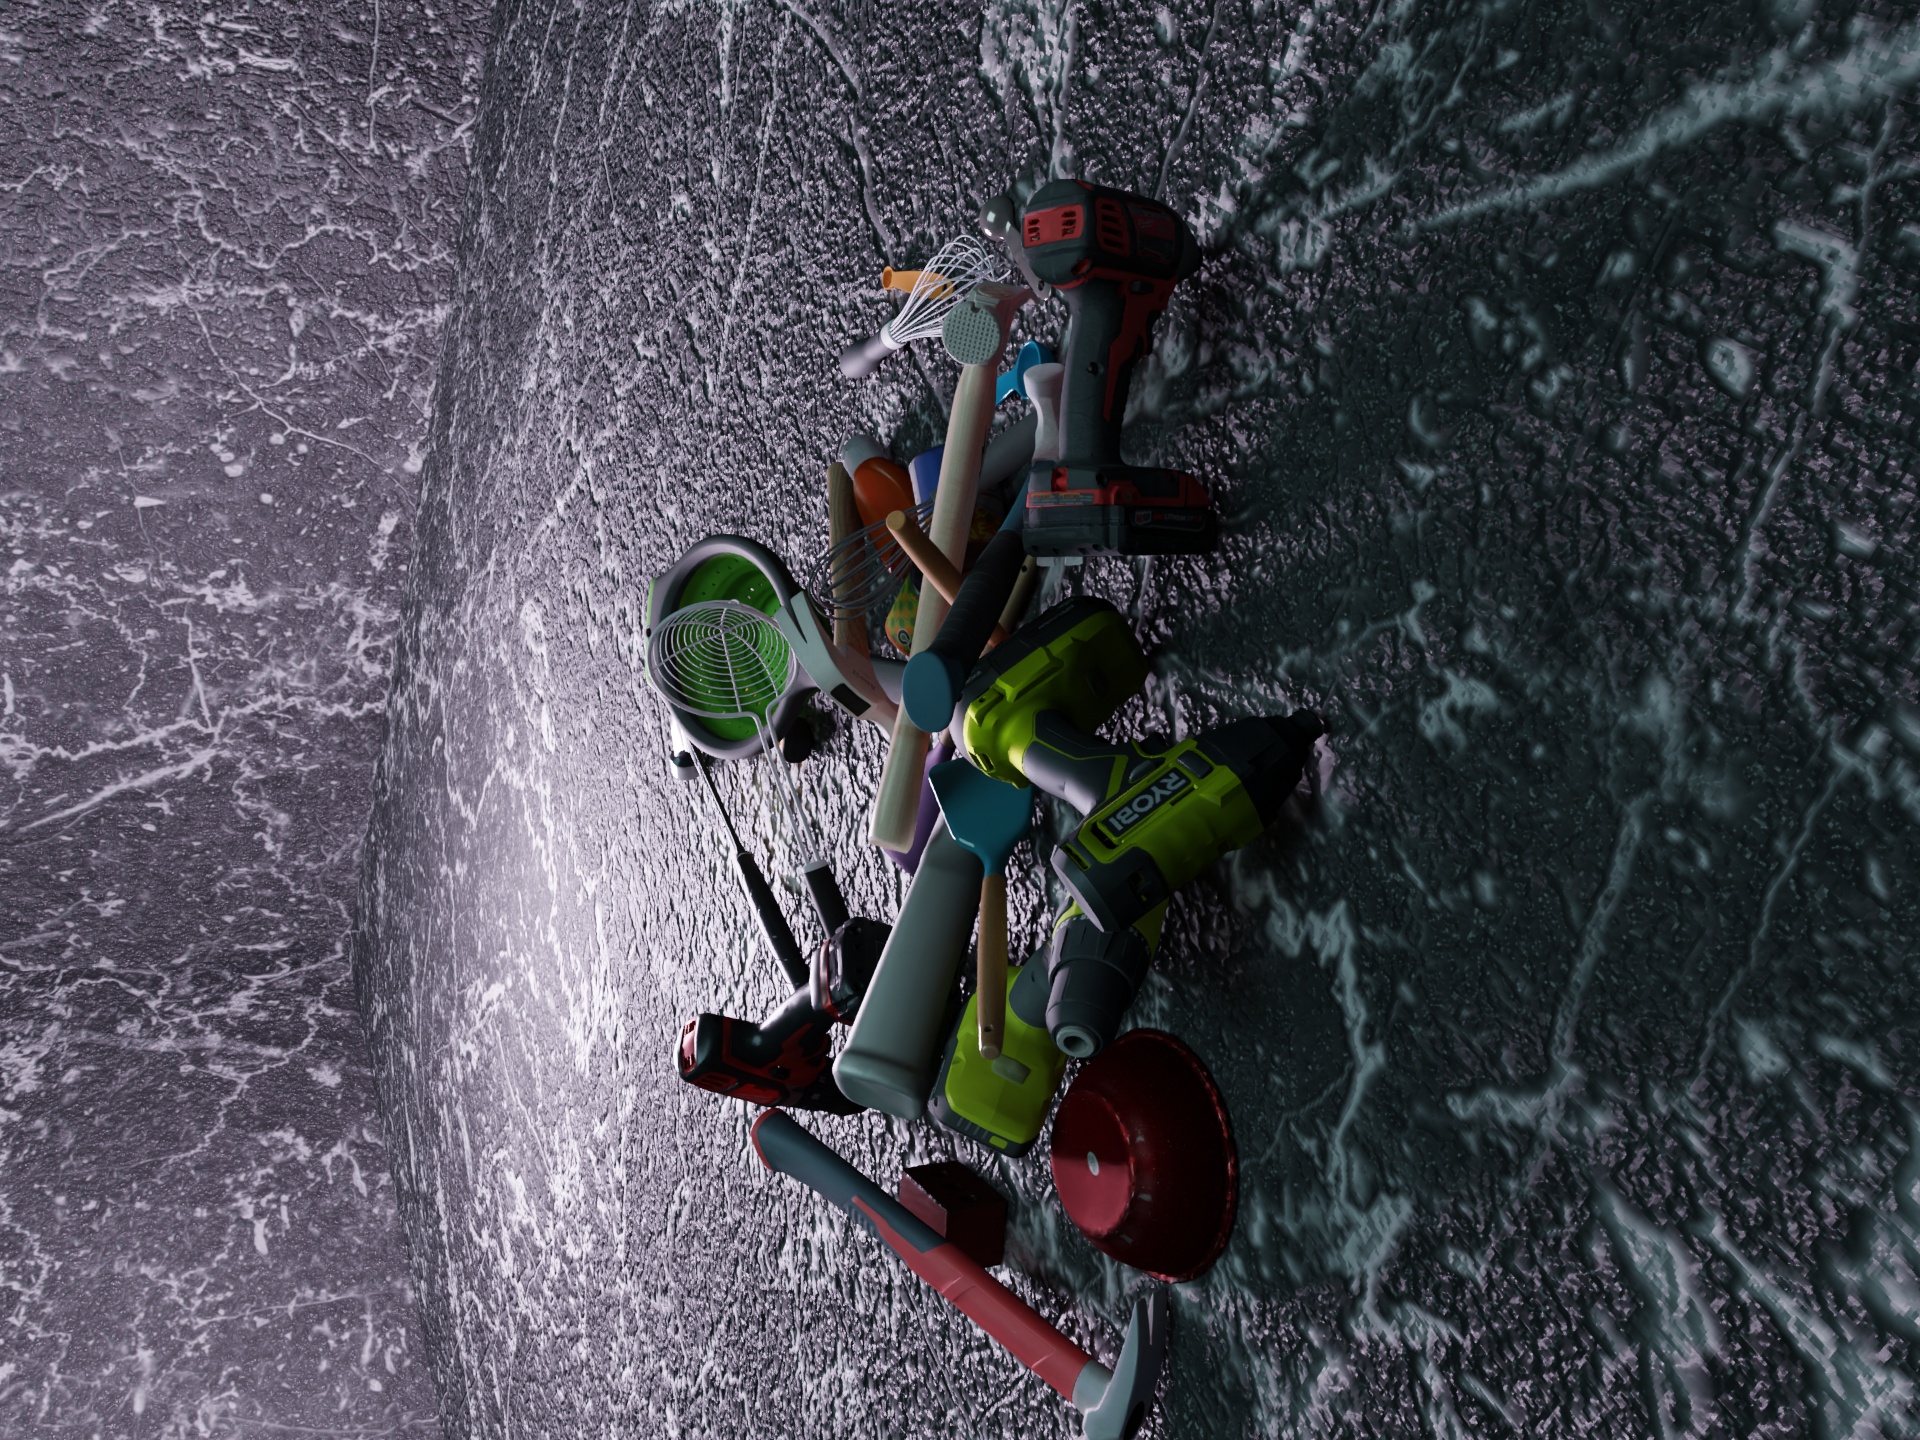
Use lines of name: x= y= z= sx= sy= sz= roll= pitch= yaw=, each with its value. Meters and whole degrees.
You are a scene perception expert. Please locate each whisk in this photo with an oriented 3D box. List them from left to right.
whisk: x=-0.040 y=-0.327 z=1.301 sx=0.285 sy=0.070 sz=0.070 roll=-7 pitch=82 yaw=64
whisk: x=-0.012 y=-0.154 z=1.149 sx=0.239 sy=0.055 sz=0.055 roll=-37 pitch=49 yaw=10

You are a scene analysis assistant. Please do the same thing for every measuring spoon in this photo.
measuring spoon: x=-0.034 y=-0.367 z=1.334 sx=0.117 sy=0.011 sz=0.021 roll=30 pitch=116 yaw=52
measuring spoon: x=0.040 y=-0.355 z=1.196 sx=0.034 sy=0.018 sz=0.124 roll=-61 pitch=41 yaw=38
measuring spoon: x=0.042 y=-0.251 z=1.197 sx=0.128 sy=0.021 sz=0.042 roll=168 pitch=101 yaw=-68

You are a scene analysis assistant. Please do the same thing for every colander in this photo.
colander: x=-0.125 y=-0.056 z=1.415 sx=0.397 sy=0.094 sz=0.204 roll=13 pitch=102 yaw=41

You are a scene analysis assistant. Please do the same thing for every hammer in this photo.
hammer: x=-0.229 y=-0.037 z=1.624 sx=0.337 sy=0.034 sz=0.127 roll=43 pitch=124 yaw=52
hammer: x=-0.217 y=0.127 z=1.571 sx=0.149 sy=0.036 sz=0.409 roll=94 pitch=152 yaw=-45
hammer: x=-0.093 y=-0.118 z=1.290 sx=0.031 sy=0.130 sz=0.332 roll=-38 pitch=33 yaw=22
hammer: x=-0.018 y=0.371 z=1.141 sx=0.387 sy=0.038 sz=0.143 roll=26 pitch=109 yaw=40
hammer: x=-0.011 y=-0.095 z=1.102 sx=0.146 sy=0.038 sz=0.410 roll=-59 pitch=-17 yaw=-63
hammer: x=0.027 y=-0.102 z=0.993 sx=0.331 sy=0.033 sz=0.128 roll=-63 pitch=-34 yaw=-52

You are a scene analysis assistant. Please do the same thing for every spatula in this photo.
spatula: x=-0.002 y=-0.004 z=1.247 sx=0.060 sy=0.018 sz=0.315 roll=42 pitch=127 yaw=24
spatula: x=0.005 y=-0.065 z=1.041 sx=0.041 sy=0.322 sz=0.081 roll=-1 pitch=72 yaw=19
spatula: x=0.017 y=0.112 z=1.047 sx=0.318 sy=0.082 sz=0.044 roll=-88 pitch=-17 yaw=-64

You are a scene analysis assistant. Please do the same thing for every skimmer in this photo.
skimmer: x=-0.154 y=0.072 z=1.341 sx=0.127 sy=0.090 sz=0.363 roll=-20 pitch=93 yaw=14

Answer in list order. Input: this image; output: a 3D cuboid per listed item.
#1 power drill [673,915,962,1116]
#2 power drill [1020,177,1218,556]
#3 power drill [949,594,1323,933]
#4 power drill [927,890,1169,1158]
power drill: x=-0.096 y=0.255 z=1.284 sx=0.226 sy=0.187 sz=0.080 roll=-35 pitch=44 yaw=34
power drill: x=0.101 y=-0.211 z=0.977 sx=0.078 sy=0.143 sz=0.219 roll=4 pitch=98 yaw=42
power drill: x=0.100 y=0.014 z=0.967 sx=0.080 sy=0.171 sz=0.223 roll=59 pitch=172 yaw=-36
power drill: x=0.060 y=0.177 z=1.007 sx=0.228 sy=0.080 sz=0.191 roll=-61 pitch=3 yaw=41
